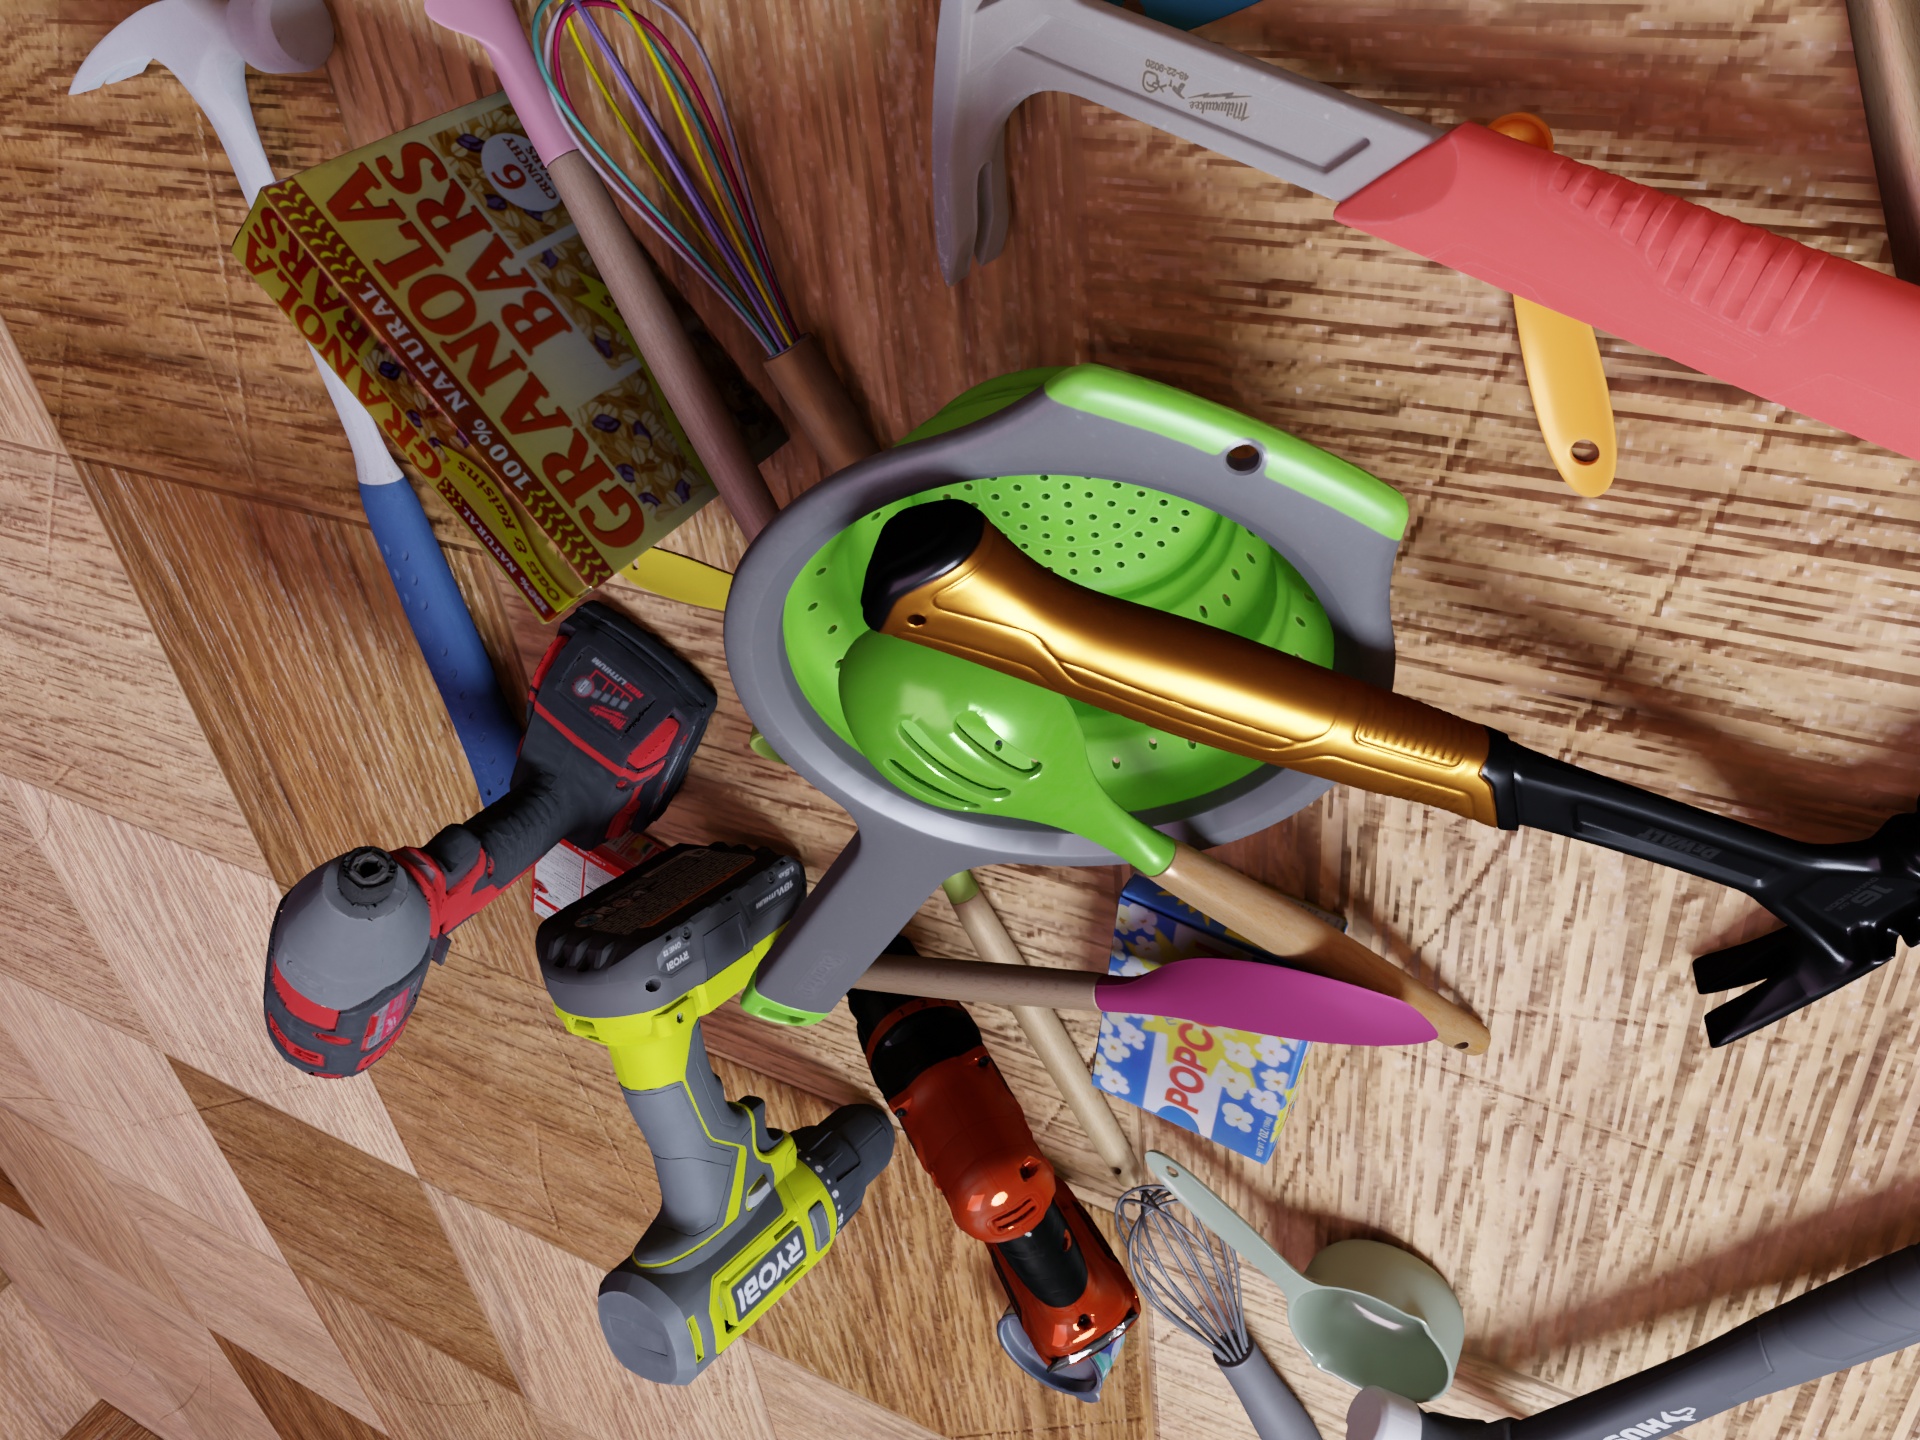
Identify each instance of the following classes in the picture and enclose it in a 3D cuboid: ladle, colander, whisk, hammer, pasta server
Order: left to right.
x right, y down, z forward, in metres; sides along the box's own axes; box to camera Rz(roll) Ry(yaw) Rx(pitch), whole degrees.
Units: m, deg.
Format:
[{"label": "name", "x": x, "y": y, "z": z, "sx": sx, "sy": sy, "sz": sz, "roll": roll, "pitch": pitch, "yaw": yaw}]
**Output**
[{"label": "hammer", "x": -0.279, "y": -0.125, "z": 0.745, "sx": 0.144, "sy": 0.035, "sz": 0.405, "roll": 10, "pitch": 129, "yaw": 30}, {"label": "pasta server", "x": -0.133, "y": -0.170, "z": 0.565, "sx": 0.040, "sy": 0.060, "sz": 0.316, "roll": -25, "pitch": 101, "yaw": 15}, {"label": "whisk", "x": -0.073, "y": -0.152, "z": 0.567, "sx": 0.047, "sy": 0.051, "sz": 0.244, "roll": -14, "pitch": 118, "yaw": 36}, {"label": "colander", "x": -0.001, "y": -0.002, "z": 0.575, "sx": 0.204, "sy": 0.095, "sz": 0.397, "roll": 19, "pitch": 141, "yaw": -16}, {"label": "ladle", "x": 0.008, "y": 0.106, "z": 0.713, "sx": 0.078, "sy": 0.062, "sz": 0.320, "roll": -8, "pitch": 122, "yaw": 40}, {"label": "whisk", "x": 0.141, "y": 0.315, "z": 0.800, "sx": 0.055, "sy": 0.055, "sz": 0.238, "roll": -7, "pitch": 124, "yaw": 40}, {"label": "hammer", "x": 0.130, "y": 0.014, "z": 0.462, "sx": 0.336, "sy": 0.034, "sz": 0.127, "roll": 18, "pitch": 140, "yaw": -12}, {"label": "hammer", "x": 0.141, "y": -0.117, "z": 0.403, "sx": 0.359, "sy": 0.037, "sz": 0.149, "roll": 32, "pitch": 141, "yaw": 22}, {"label": "hammer", "x": 0.305, "y": 0.249, "z": 0.609, "sx": 0.146, "sy": 0.035, "sz": 0.334, "roll": 26, "pitch": 134, "yaw": -11}]

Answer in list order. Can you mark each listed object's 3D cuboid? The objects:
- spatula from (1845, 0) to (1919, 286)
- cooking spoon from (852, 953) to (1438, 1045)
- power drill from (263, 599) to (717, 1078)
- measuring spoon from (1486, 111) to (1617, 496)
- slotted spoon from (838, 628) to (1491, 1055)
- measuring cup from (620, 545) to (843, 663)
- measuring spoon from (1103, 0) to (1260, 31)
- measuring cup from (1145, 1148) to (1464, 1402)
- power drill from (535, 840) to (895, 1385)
[{"label": "spatula", "x": 0.267, "y": -0.052, "z": 0.395, "sx": 0.317, "sy": 0.082, "sz": 0.044, "roll": 65, "pitch": 168, "yaw": -18}, {"label": "cooking spoon", "x": 0.038, "y": 0.110, "z": 0.649, "sx": 0.319, "sy": 0.017, "sz": 0.068, "roll": -2, "pitch": 149, "yaw": 40}, {"label": "power drill", "x": -0.209, "y": 0.049, "z": 0.700, "sx": 0.078, "sy": 0.220, "sz": 0.143, "roll": 38, "pitch": 138, "yaw": 4}, {"label": "measuring spoon", "x": 0.167, "y": -0.115, "z": 0.447, "sx": 0.021, "sy": 0.011, "sz": 0.116, "roll": -2, "pitch": 126, "yaw": 37}, {"label": "slotted spoon", "x": 0.086, "y": 0.056, "z": 0.537, "sx": 0.313, "sy": 0.031, "sz": 0.070, "roll": 31, "pitch": 134, "yaw": -30}, {"label": "measuring cup", "x": -0.086, "y": -0.058, "z": 0.645, "sx": 0.157, "sy": 0.029, "sz": 0.062, "roll": 17, "pitch": 126, "yaw": 39}, {"label": "measuring spoon", "x": 0.085, "y": -0.203, "z": 0.421, "sx": 0.129, "sy": 0.021, "sz": 0.042, "roll": -5, "pitch": 120, "yaw": 38}, {"label": "measuring cup", "x": 0.157, "y": 0.243, "z": 0.730, "sx": 0.167, "sy": 0.038, "sz": 0.083, "roll": 40, "pitch": 138, "yaw": 5}, {"label": "power drill", "x": -0.111, "y": 0.181, "z": 0.789, "sx": 0.080, "sy": 0.190, "sz": 0.228, "roll": 3, "pitch": 111, "yaw": 35}]
